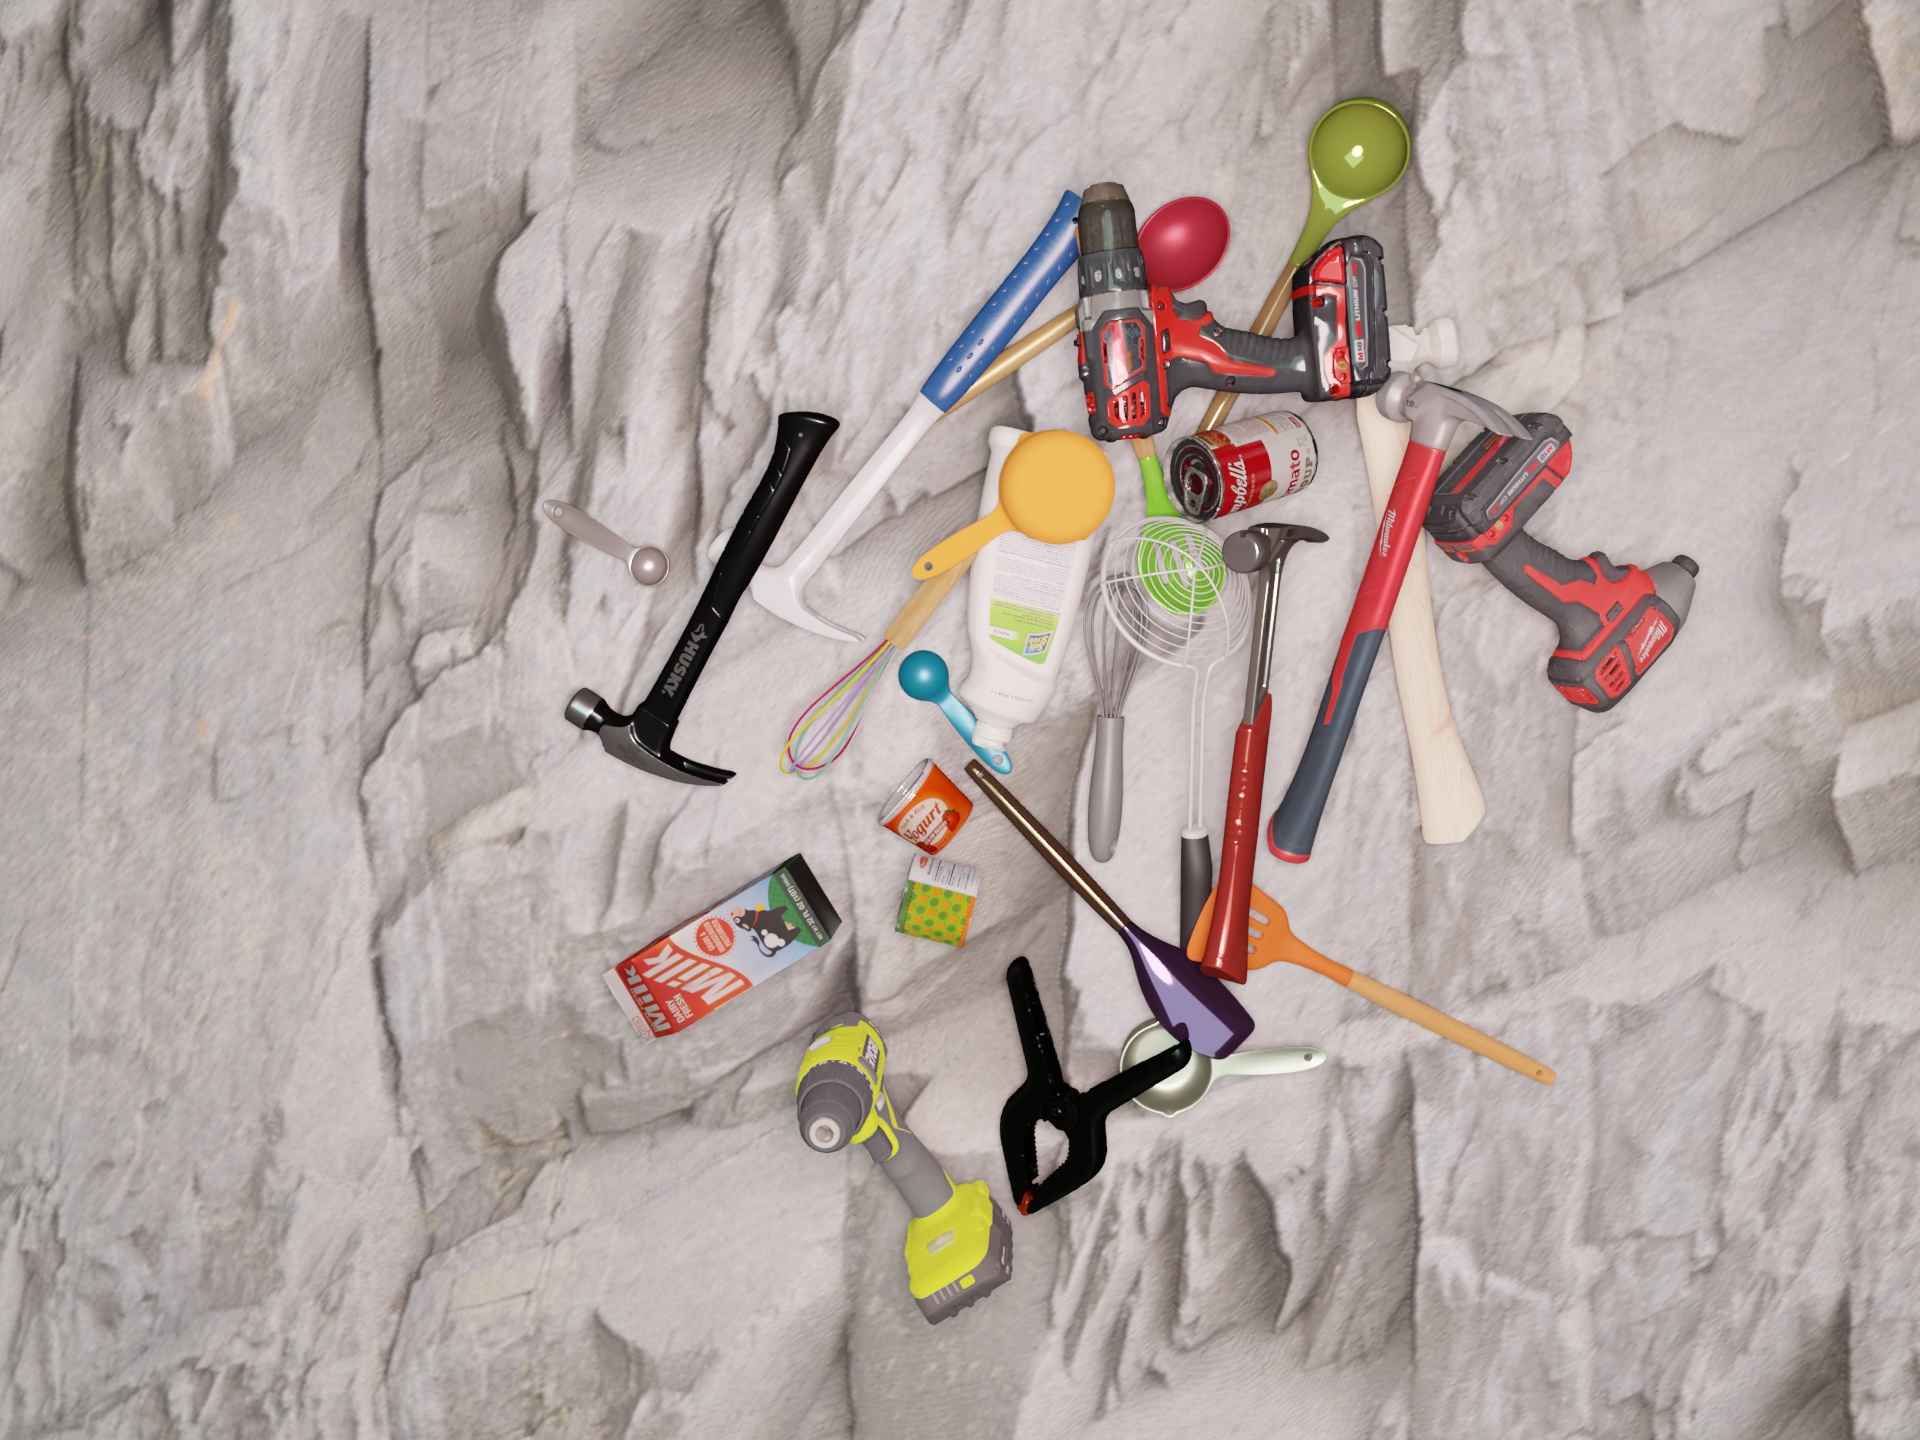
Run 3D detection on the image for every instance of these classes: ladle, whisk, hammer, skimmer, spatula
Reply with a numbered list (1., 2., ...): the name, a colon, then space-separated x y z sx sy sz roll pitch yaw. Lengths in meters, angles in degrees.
1. ladle: 0.251 -0.334 1.247 0.078 0.062 0.320 29 98 4
2. whisk: -0.067 -0.046 1.271 0.047 0.051 0.245 29 108 -32
3. hammer: 0.315 -0.060 1.206 0.038 0.143 0.386 5 111 -24
4. skimmer: 0.174 0.022 1.271 0.127 0.090 0.363 -11 113 -22
5. spatula: 0.114 0.151 1.295 0.060 0.018 0.316 -43 84 -4
6. hammer: 0.347 -0.103 1.268 0.146 0.038 0.410 -9 94 6
7. hammer: -0.025 -0.240 1.265 0.144 0.035 0.405 40 100 0
8. hammer: 0.227 0.028 1.231 0.037 0.149 0.359 11 103 31
9. whisk: 0.121 -0.001 1.287 0.055 0.055 0.239 3 98 4
10. spatula: 0.339 0.222 1.291 0.322 0.041 0.081 26 91 0
11. hammer: -0.185 -0.098 1.270 0.146 0.035 0.334 32 108 2
12. ladle: 0.077 -0.312 1.274 0.315 0.031 0.069 -33 82 8

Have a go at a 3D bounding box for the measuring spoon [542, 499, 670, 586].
1. measuring spoon: -0.293 -0.150 1.320 0.124 0.018 0.034 31 96 8

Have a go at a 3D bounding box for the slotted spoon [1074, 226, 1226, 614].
1. slotted spoon: 0.141 -0.233 1.248 0.070 0.031 0.313 -18 105 3

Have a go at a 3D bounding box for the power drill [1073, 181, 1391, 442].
1. power drill: 0.195 -0.313 1.187 0.226 0.080 0.188 -7 98 -1

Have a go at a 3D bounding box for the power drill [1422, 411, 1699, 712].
1. power drill: 0.468 -0.126 1.222 0.219 0.078 0.143 44 86 -14

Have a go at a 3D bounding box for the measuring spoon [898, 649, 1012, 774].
1. measuring spoon: -0.002 -0.004 1.305 0.042 0.021 0.128 -42 91 6

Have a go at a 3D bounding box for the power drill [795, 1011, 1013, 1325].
1. power drill: -0.052 0.354 1.256 0.080 0.190 0.228 -33 96 6

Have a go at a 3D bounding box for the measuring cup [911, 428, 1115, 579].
1. measuring cup: 0.038 -0.154 1.206 0.173 0.052 0.095 -32 100 1

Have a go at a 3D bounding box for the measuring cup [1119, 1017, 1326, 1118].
1. measuring cup: 0.213 0.278 1.307 0.167 0.038 0.083 -5 94 2
